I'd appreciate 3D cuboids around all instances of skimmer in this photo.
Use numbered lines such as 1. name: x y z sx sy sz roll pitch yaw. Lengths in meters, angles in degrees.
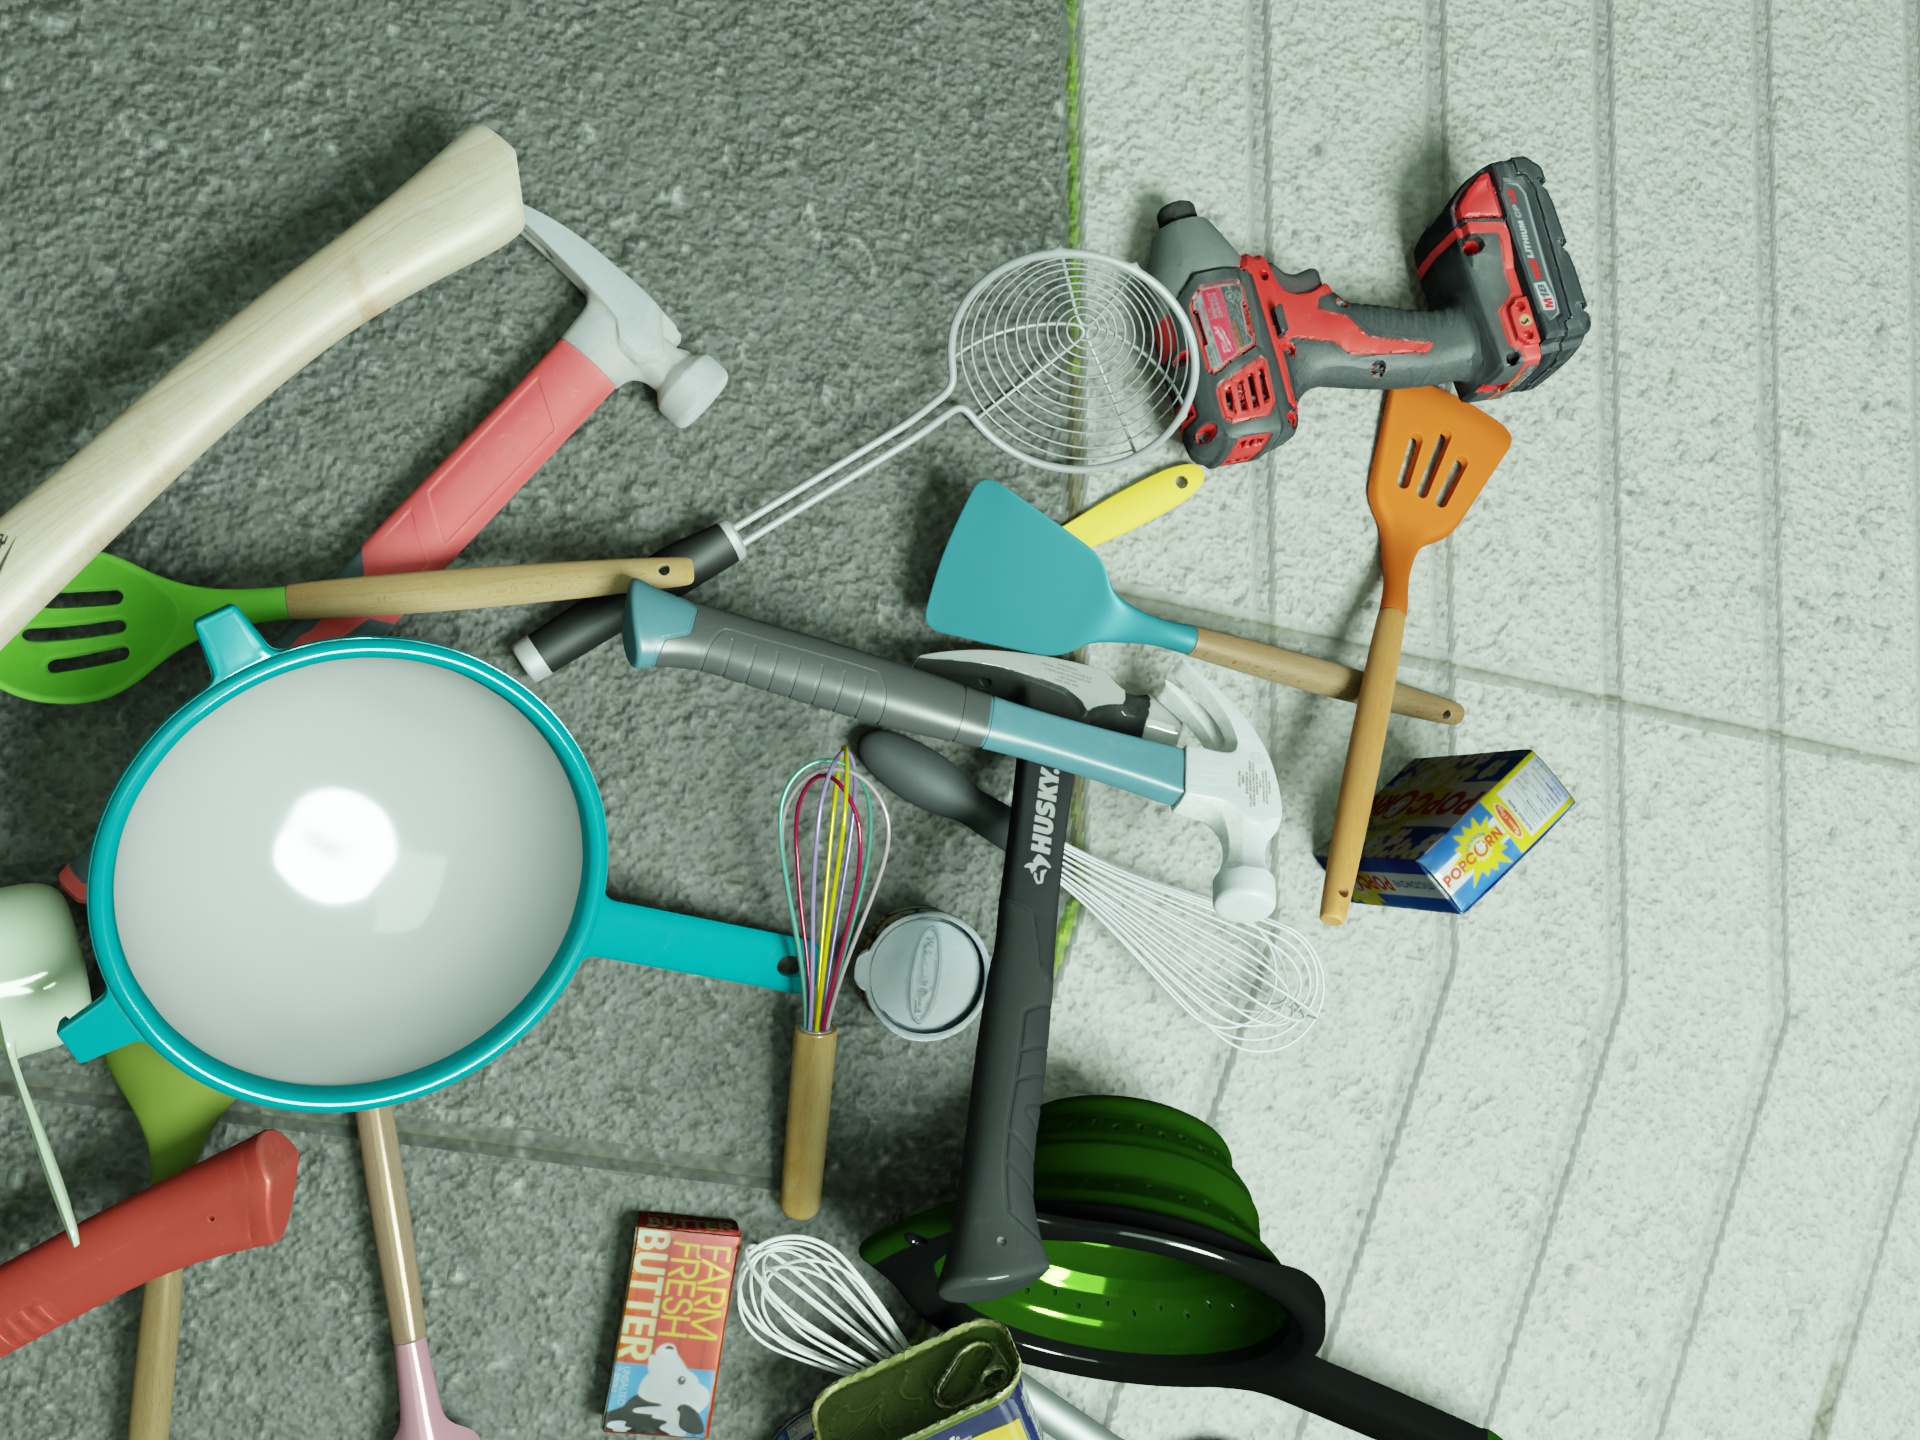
1. skimmer: -0.053 -0.112 0.788 0.363 0.090 0.127 -33 126 -10

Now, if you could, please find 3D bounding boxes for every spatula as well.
1. spatula: 0.139 -0.042 0.845 0.317 0.044 0.082 14 108 -24
2. spatula: 0.231 -0.040 0.848 0.081 0.041 0.323 24 62 -11

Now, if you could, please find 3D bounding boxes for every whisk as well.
1. whisk: 0.069 0.083 0.831 0.284 0.070 0.070 32 82 -5
2. whisk: -0.018 0.341 0.807 0.246 0.059 0.058 43 87 -14
3. whisk: -0.070 0.132 0.781 0.051 0.047 0.245 -2 104 -38

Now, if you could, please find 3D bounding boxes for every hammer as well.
1. hammer: -0.001 -0.002 0.761 0.331 0.033 0.128 16 52 -10
2. hammer: -0.291 -0.074 0.760 0.143 0.038 0.386 42 80 -7
3. hammer: -0.356 -0.130 0.694 0.146 0.038 0.411 42 73 -1
4. hammer: 0.025 0.102 0.739 0.146 0.035 0.335 17 51 -9
5. hammer: -0.457 0.267 0.685 0.359 0.037 0.149 -28 95 -1

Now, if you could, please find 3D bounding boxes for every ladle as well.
1. ladle: -0.368 0.261 0.738 0.078 0.062 0.320 6 94 -15

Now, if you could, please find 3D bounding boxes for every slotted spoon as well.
1. slotted spoon: -0.280 -0.054 0.729 0.313 0.031 0.070 -6 85 -13

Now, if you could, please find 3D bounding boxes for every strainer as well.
1. strainer: -0.224 0.076 0.749 0.340 0.095 0.211 18 92 -34
2. strainer: 0.089 0.387 0.819 0.258 0.050 0.087 38 70 -12

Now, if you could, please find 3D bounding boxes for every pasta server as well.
1. pasta server: -0.268 0.268 0.764 0.060 0.040 0.316 -10 87 -13

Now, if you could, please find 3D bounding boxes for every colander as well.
1. colander: 0.142 0.286 0.813 0.396 0.204 0.095 29 48 -21

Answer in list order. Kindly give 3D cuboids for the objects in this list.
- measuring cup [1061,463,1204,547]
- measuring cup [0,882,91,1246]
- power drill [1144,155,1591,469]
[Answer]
1. measuring cup: 0.067 -0.100 0.845 0.156 0.029 0.062 -28 95 -9
2. measuring cup: -0.392 0.146 0.692 0.038 0.083 0.168 -15 64 -35
3. power drill: 0.209 -0.225 0.856 0.219 0.078 0.143 -13 81 -9
